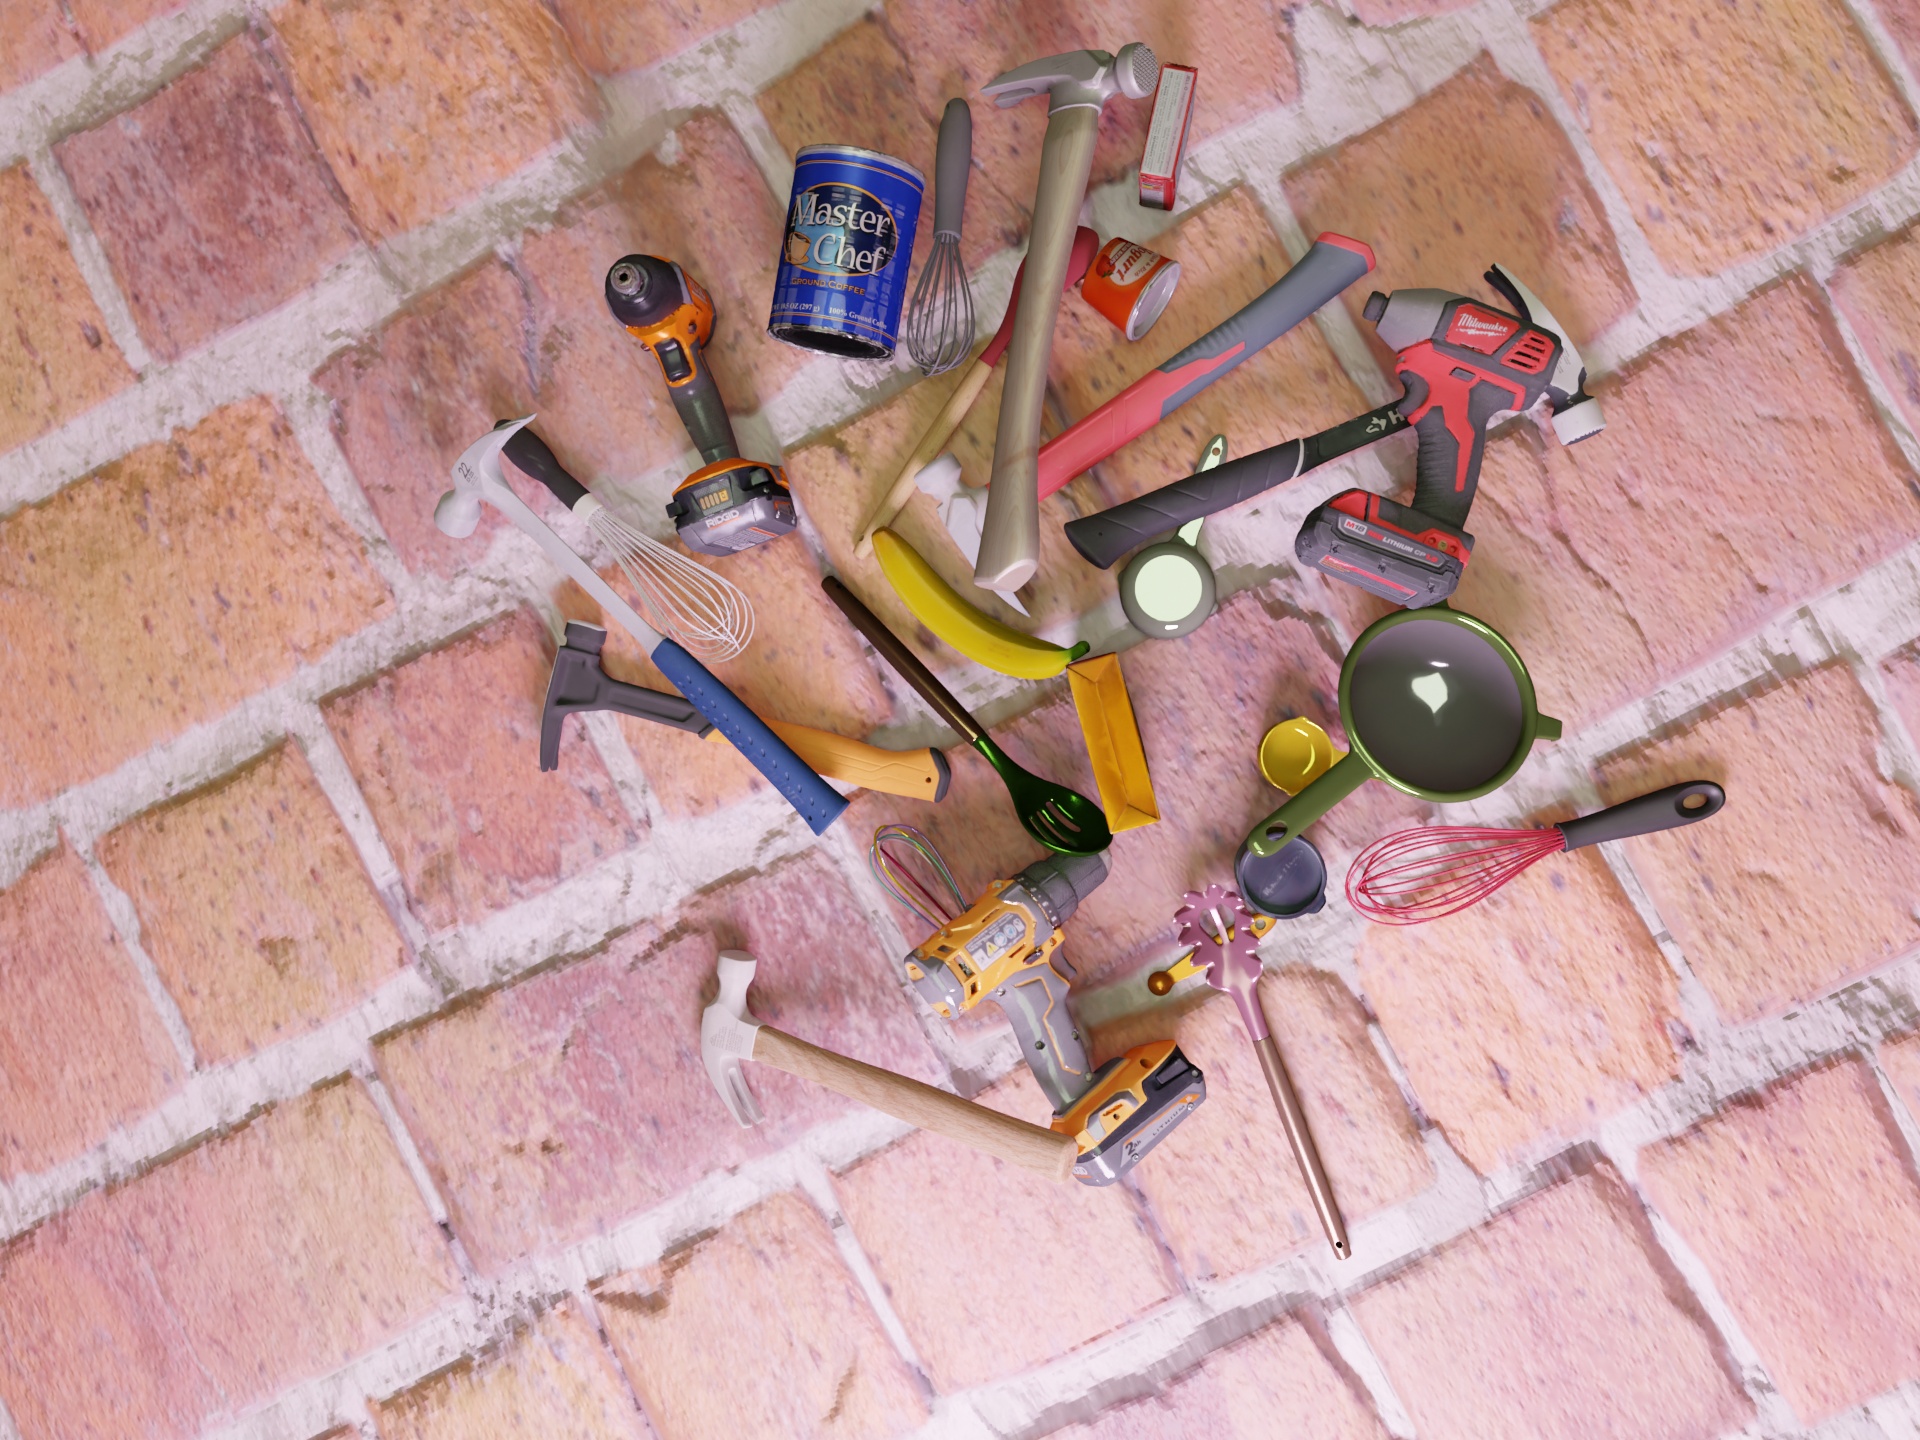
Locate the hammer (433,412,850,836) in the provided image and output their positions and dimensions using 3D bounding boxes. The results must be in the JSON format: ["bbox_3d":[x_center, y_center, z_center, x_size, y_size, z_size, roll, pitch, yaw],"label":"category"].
[{"bbox_3d":[-0.240,-0.067,1.233,0.405,0.035,0.144,44,134,0],"label":"hammer"}]

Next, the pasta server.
[{"bbox_3d":[0.242,0.273,1.231,0.060,0.040,0.316,-20,92,14],"label":"pasta server"}]

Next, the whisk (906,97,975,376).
[{"bbox_3d":[-0.010,-0.379,1.237,0.055,0.055,0.239,2,77,7],"label":"whisk"}]

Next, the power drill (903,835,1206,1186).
[{"bbox_3d":[0.091,0.215,1.221,0.185,0.084,0.226,-37,88,-21],"label":"power drill"}]

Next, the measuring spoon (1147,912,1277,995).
[{"bbox_3d":[0.199,0.183,1.253,0.117,0.011,0.021,-32,87,6],"label":"measuring spoon"}]

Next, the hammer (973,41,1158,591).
[{"bbox_3d":[0.050,-0.301,1.196,0.146,0.038,0.411,6,84,39],"label":"hammer"}]

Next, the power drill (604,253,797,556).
[{"bbox_3d":[-0.207,-0.246,1.221,0.084,0.164,0.226,-20,90,6],"label":"power drill"}]

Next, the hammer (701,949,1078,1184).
[{"bbox_3d":[-0.063,0.285,1.221,0.331,0.031,0.130,14,98,28],"label":"hammer"}]

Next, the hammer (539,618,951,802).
[{"bbox_3d":[-0.173,0.018,1.283,0.337,0.034,0.127,14,91,6],"label":"hammer"}]

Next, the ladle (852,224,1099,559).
[{"bbox_3d":[0.005,-0.260,1.258,0.315,0.031,0.069,-55,41,9],"label":"ladle"}]

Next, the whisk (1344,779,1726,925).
[{"bbox_3d":[0.435,0.093,1.204,0.296,0.073,0.073,-15,89,1],"label":"whisk"}]

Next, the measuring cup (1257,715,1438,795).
[{"bbox_3d":[0.306,0.034,1.237,0.156,0.029,0.062,8,90,-5],"label":"measuring cup"}]

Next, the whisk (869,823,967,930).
[{"bbox_3d":[0.010,0.182,1.261,0.051,0.047,0.245,-39,90,4],"label":"whisk"}]

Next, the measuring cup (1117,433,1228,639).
[{"bbox_3d":[0.176,-0.144,1.237,0.083,0.038,0.167,19,95,6],"label":"measuring cup"}]

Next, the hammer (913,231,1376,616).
[{"bbox_3d":[0.161,-0.240,1.235,0.386,0.038,0.143,-34,98,3],"label":"hammer"}]

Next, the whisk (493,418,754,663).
[{"bbox_3d":[-0.279,-0.149,1.285,0.285,0.070,0.070,42,95,9],"label":"whisk"}]

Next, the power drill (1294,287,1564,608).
[{"bbox_3d":[0.331,-0.205,1.153,0.143,0.078,0.220,23,86,3],"label":"power drill"}]

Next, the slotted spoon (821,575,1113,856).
[{"bbox_3d":[-0.002,-0.004,1.251,0.314,0.070,0.031,46,134,13],"label":"slotted spoon"}]

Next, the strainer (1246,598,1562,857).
[{"bbox_3d":[0.309,0.025,1.189,0.256,0.069,0.151,-36,81,-12],"label":"strainer"}]

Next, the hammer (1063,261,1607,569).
[{"bbox_3d":[0.273,-0.212,1.209,0.409,0.036,0.149,-22,86,1],"label":"hammer"}]
